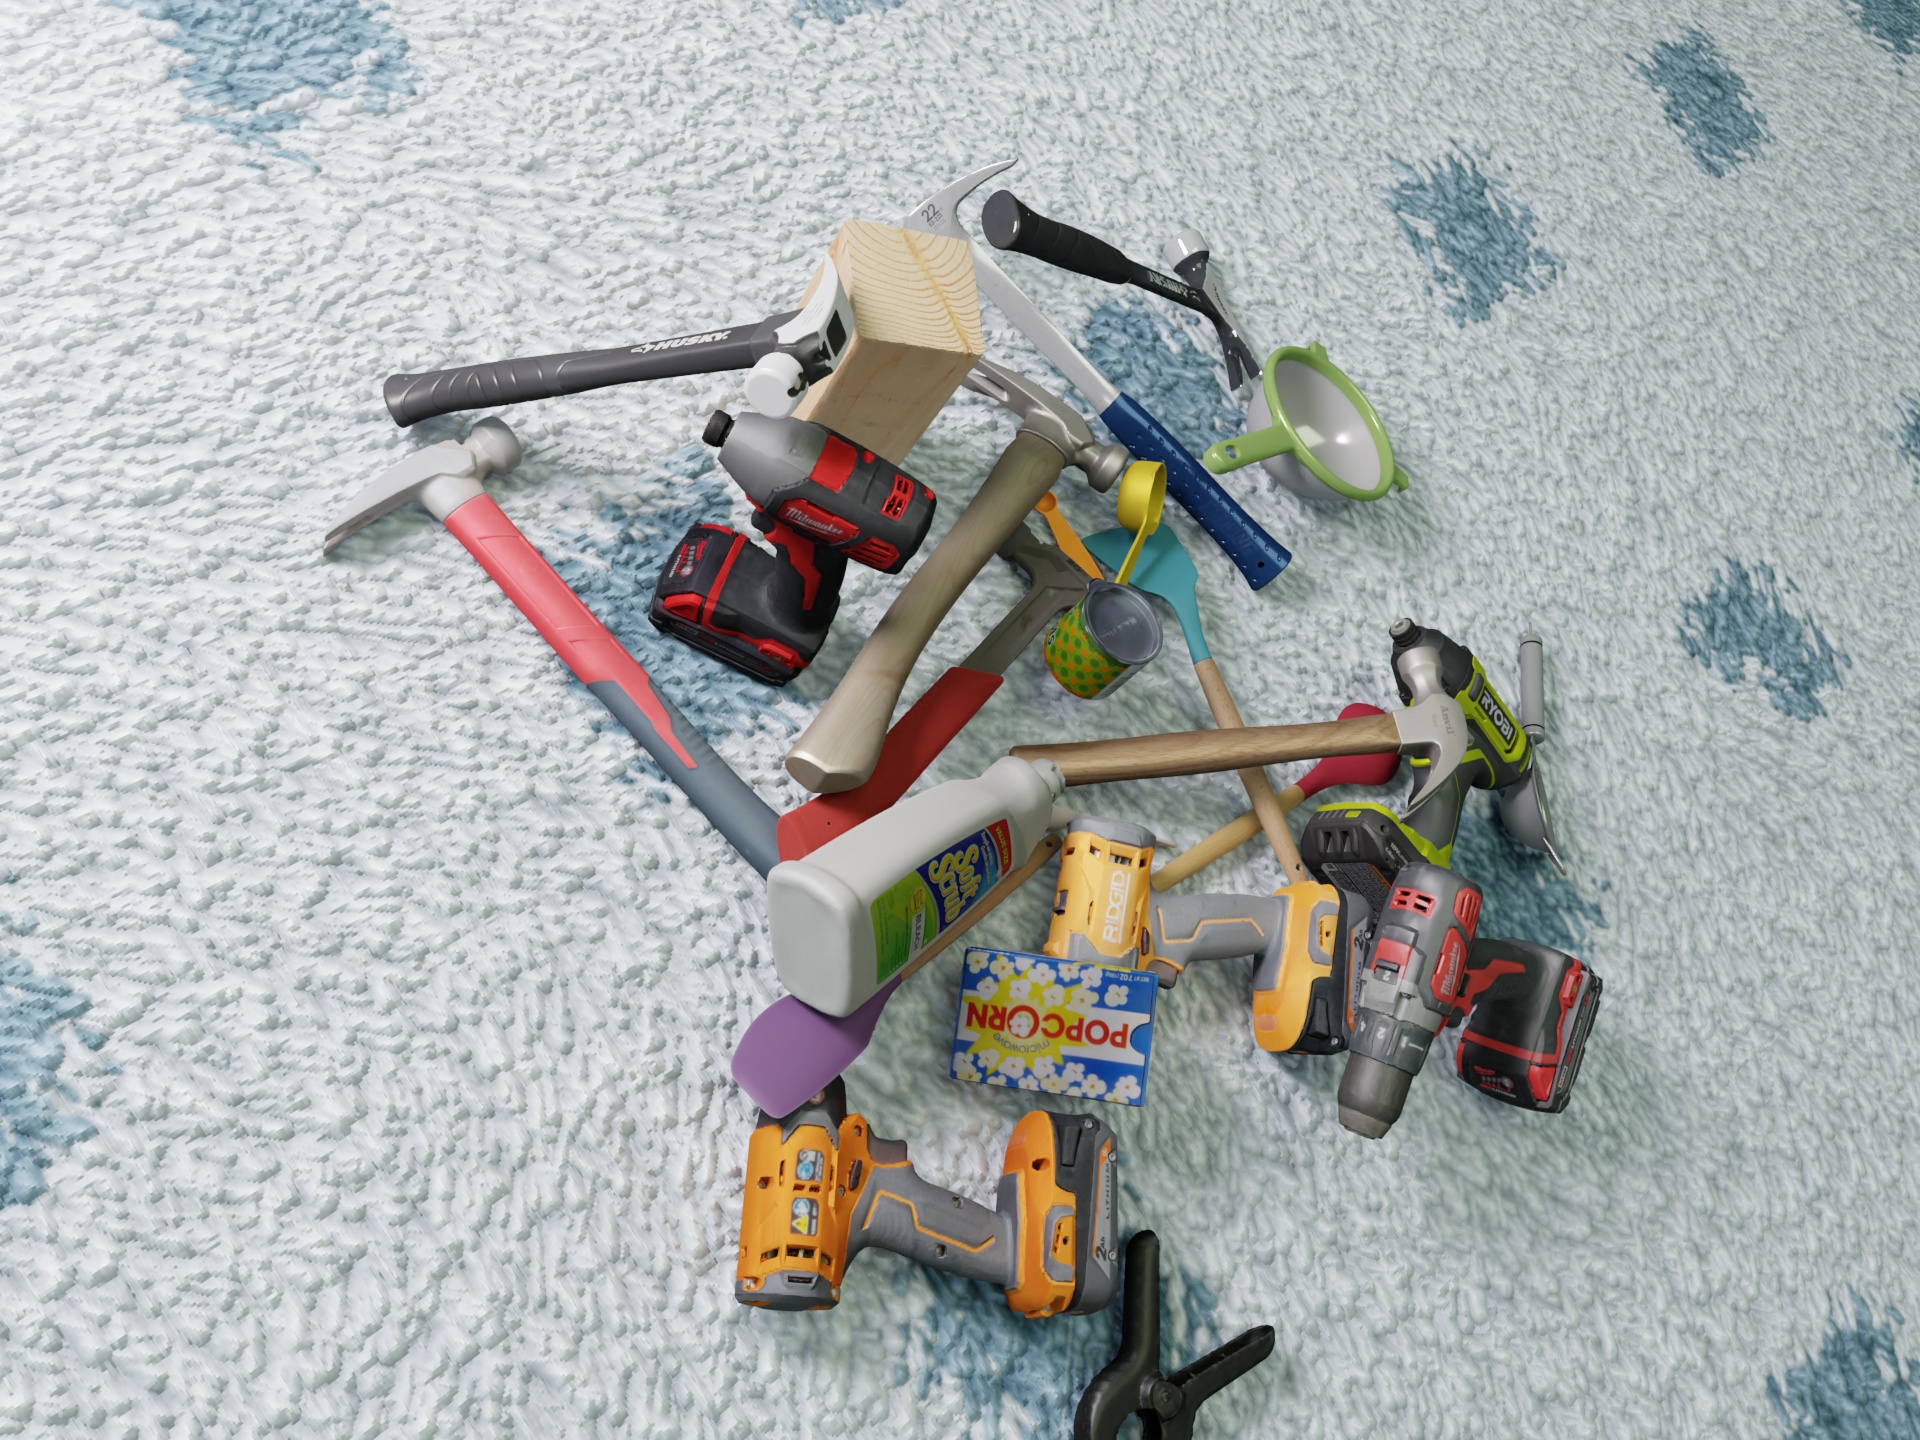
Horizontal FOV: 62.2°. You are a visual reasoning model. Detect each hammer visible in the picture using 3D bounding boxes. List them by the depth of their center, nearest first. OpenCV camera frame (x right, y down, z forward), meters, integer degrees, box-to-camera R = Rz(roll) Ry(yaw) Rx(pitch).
[{"bbox_3d":[-0.220,-0.220,0.982,0.146,0.335,0.035,-66,145,-44],"label":"hammer"},{"bbox_3d":[-0.231,-0.016,1.022,0.386,0.038,0.143,48,59,0],"label":"hammer"},{"bbox_3d":[-0.002,-0.004,1.103,0.149,0.036,0.359,44,50,-3],"label":"hammer"},{"bbox_3d":[-0.017,-0.108,1.111,0.146,0.038,0.411,34,51,-1],"label":"hammer"},{"bbox_3d":[0.201,0.022,1.144,0.331,0.031,0.130,-6,59,-4],"label":"hammer"},{"bbox_3d":[0.128,-0.340,1.218,0.409,0.036,0.149,-9,72,-59],"label":"hammer"},{"bbox_3d":[0.115,-0.263,1.258,0.405,0.144,0.035,44,15,-9],"label":"hammer"}]

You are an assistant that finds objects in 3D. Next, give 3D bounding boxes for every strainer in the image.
[{"bbox_3d":[0.257,-0.220,1.299,0.256,0.069,0.151,-24,80,-45],"label":"strainer"},{"bbox_3d":[0.482,0.020,1.344,0.086,0.050,0.259,53,39,-44],"label":"strainer"}]

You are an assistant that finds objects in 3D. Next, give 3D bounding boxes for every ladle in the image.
[{"bbox_3d":[0.240,0.066,1.219,0.315,0.031,0.069,-28,87,-30],"label":"ladle"}]

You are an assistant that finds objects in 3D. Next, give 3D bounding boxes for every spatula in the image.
[{"bbox_3d":[-0.029,0.149,1.029,0.060,0.018,0.316,43,46,14],"label":"spatula"},{"bbox_3d":[0.192,-0.018,1.216,0.082,0.044,0.318,-15,76,-27],"label":"spatula"}]

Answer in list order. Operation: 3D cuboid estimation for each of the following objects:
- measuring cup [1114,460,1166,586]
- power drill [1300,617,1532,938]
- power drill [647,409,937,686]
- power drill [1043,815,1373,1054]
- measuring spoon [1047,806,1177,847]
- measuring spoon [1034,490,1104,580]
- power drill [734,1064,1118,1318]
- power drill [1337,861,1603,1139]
[{"bbox_3d":[0.122,-0.134,1.212,0.029,0.062,0.157,14,60,19],"label":"measuring cup"},{"bbox_3d":[0.352,0.044,1.226,0.171,0.080,0.223,47,58,-25],"label":"power drill"},{"bbox_3d":[-0.118,-0.113,1.008,0.143,0.219,0.079,27,60,-14],"label":"power drill"},{"bbox_3d":[0.163,0.178,1.102,0.226,0.084,0.185,15,75,-16],"label":"power drill"},{"bbox_3d":[0.104,0.081,1.149,0.124,0.034,0.018,17,85,-23],"label":"measuring spoon"},{"bbox_3d":[0.089,-0.127,1.237,0.021,0.011,0.117,-28,86,-13],"label":"measuring spoon"},{"bbox_3d":[-0.020,0.280,0.976,0.226,0.084,0.164,11,64,-17],"label":"power drill"},{"bbox_3d":[0.352,0.217,1.123,0.226,0.080,0.188,27,80,-40],"label":"power drill"}]
